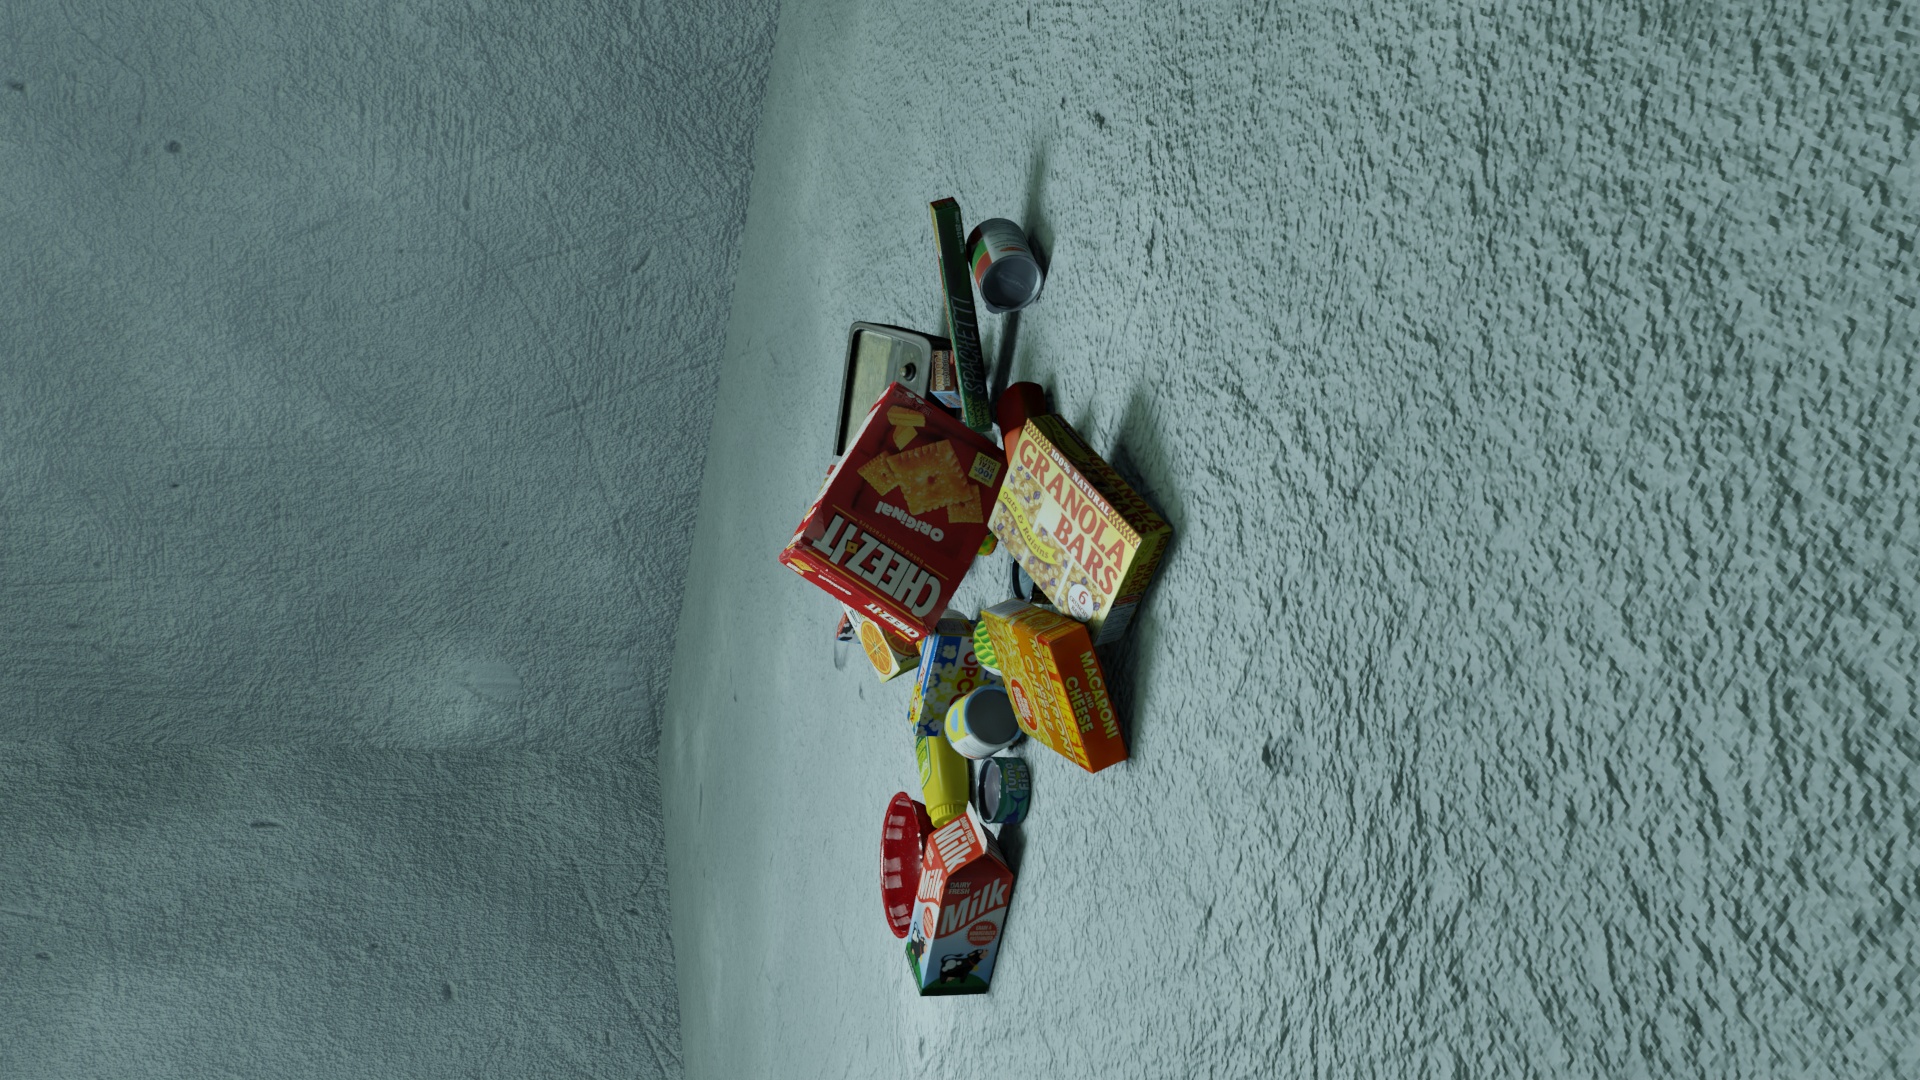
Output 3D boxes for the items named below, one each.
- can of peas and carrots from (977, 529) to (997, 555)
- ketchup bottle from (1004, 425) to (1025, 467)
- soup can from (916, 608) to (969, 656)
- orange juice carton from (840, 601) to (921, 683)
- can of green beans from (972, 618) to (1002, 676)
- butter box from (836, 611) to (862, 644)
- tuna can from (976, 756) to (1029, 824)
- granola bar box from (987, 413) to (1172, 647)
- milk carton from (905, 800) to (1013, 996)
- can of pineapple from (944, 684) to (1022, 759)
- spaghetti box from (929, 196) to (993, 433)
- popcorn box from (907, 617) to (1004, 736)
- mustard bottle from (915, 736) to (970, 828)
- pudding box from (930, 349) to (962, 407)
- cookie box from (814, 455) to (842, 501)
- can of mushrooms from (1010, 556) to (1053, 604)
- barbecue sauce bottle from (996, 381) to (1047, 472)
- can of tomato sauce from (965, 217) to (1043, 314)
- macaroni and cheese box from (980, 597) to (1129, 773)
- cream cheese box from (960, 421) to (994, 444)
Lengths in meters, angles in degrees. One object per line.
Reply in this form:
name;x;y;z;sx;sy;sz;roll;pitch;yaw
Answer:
can of peas and carrots;0.005;-0.019;1.503;0.071;0.059;0.071;-174;89;-71
ketchup bottle;0.083;-0.032;1.280;0.043;0.065;0.149;-30;66;58
soup can;-0.009;0.124;1.500;0.084;0.071;0.071;-120;38;-60
orange juice carton;-0.096;0.064;1.645;0.193;0.072;0.072;62;153;10
can of green beans;0.052;0.099;1.326;0.058;0.071;0.071;-179;93;-71
butter box;-0.096;0.110;1.702;0.052;0.103;0.024;119;158;-55
tuna can;0.043;0.245;1.370;0.071;0.033;0.071;-175;89;-71
granola bar box;0.098;-0.010;1.178;0.166;0.039;0.123;51;136;36
milk carton;0.001;0.361;1.400;0.072;0.073;0.189;-124;41;-61
can of pineapple;0.024;0.180;1.390;0.057;0.071;0.071;136;135;-62
spaghetti box;0.002;-0.236;1.479;0.050;0.029;0.249;-108;8;-65
popcorn box;0.000;0.143;1.438;0.038;0.085;0.126;-120;39;-58
mustard bottle;-0.017;0.262;1.517;0.065;0.049;0.161;114;153;-49
pudding box;-0.010;-0.182;1.573;0.083;0.030;0.049;31;-118;-75
cookie box;-0.090;-0.023;1.584;0.123;0.167;0.040;-68;-27;-17
can of mushrooms;0.074;0.031;1.328;0.071;0.033;0.071;-174;89;-71
barbecue sauce bottle;0.068;-0.081;1.358;0.064;0.044;0.149;119;149;-52
can of tomato sauce;0.044;-0.285;1.441;0.083;0.071;0.070;-107;28;-48
macaroni and cheese box;0.080;0.122;1.211;0.166;0.040;0.123;16;127;70
cream cheese box;0.009;-0.097;1.564;0.104;0.024;0.053;-131;49;-65
